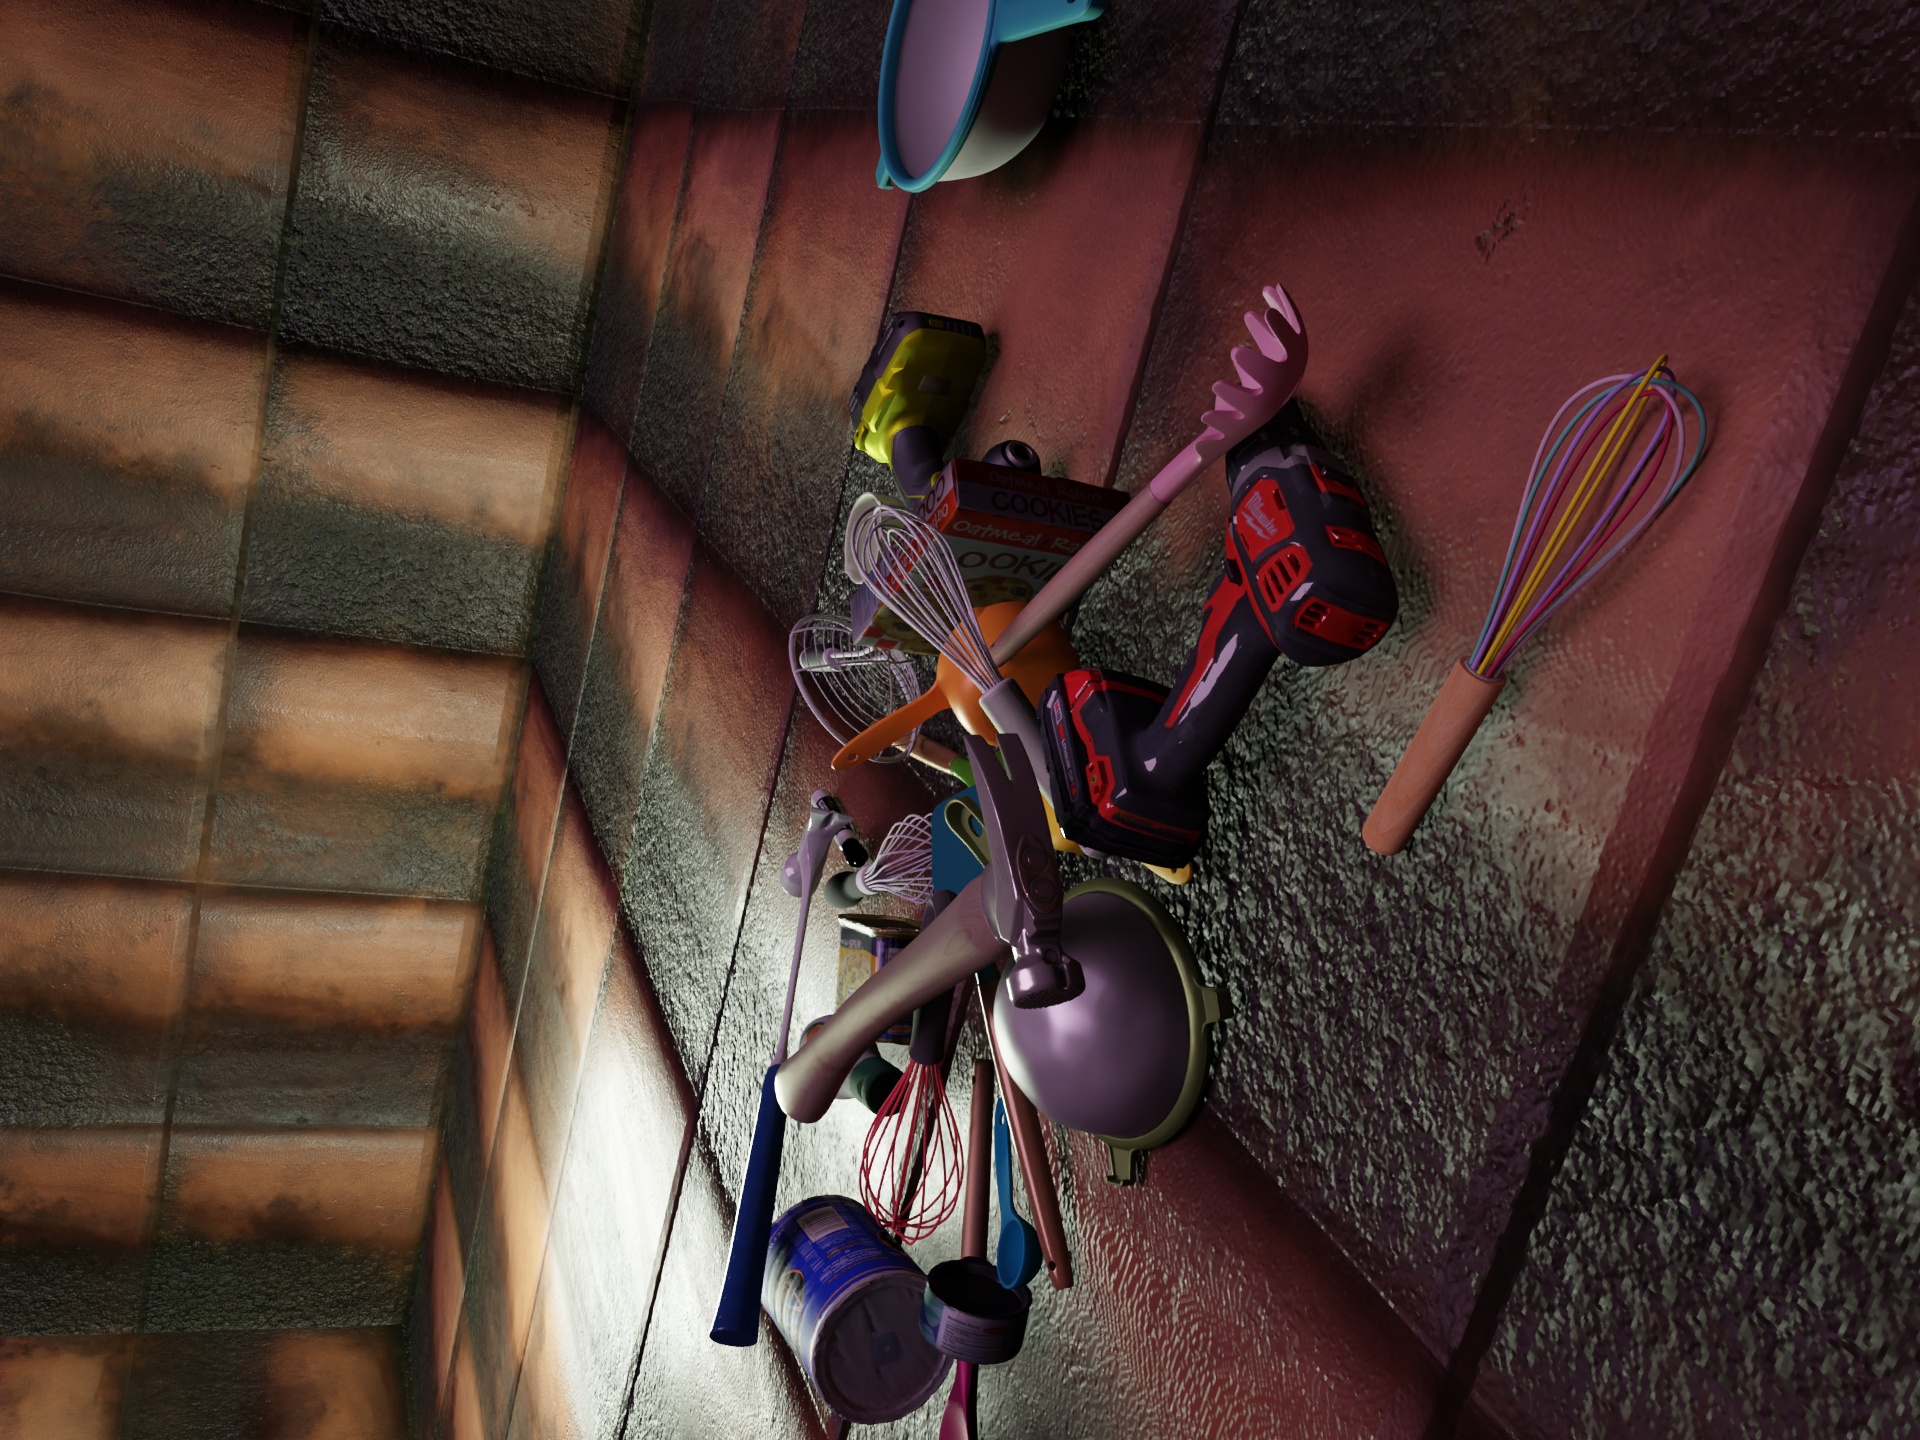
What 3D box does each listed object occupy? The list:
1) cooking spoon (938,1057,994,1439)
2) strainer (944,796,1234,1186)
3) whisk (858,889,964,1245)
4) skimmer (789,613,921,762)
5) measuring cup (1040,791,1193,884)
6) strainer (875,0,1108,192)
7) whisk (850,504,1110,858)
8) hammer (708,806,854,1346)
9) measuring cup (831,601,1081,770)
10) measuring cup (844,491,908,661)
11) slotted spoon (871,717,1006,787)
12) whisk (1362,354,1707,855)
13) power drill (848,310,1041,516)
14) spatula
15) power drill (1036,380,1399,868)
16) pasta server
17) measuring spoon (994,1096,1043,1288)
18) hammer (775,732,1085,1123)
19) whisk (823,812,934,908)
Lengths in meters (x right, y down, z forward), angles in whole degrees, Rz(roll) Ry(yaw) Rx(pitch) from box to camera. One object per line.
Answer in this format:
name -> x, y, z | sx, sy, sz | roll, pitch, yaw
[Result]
cooking spoon -> 0.007, 0.382, 1.030 | 0.069, 0.017, 0.319 | 159, 115, -68
strainer -> 0.039, 0.132, 0.906 | 0.257, 0.069, 0.151 | 52, 132, 39
whisk -> -0.024, 0.230, 1.029 | 0.073, 0.073, 0.295 | -119, 31, -53
skimmer -> -0.111, -0.031, 1.296 | 0.090, 0.127, 0.363 | -45, 13, -10
measuring cup -> 0.087, 0.065, 0.935 | 0.157, 0.029, 0.062 | -148, 68, -63
strainer -> 0.046, -0.473, 1.112 | 0.341, 0.095, 0.211 | 30, 113, 62
whisk -> 0.017, -0.024, 0.920 | 0.246, 0.059, 0.057 | 55, 148, 5
hammer -> -0.133, 0.248, 1.181 | 0.144, 0.035, 0.406 | 117, 163, -52
measuring cup -> -0.002, -0.003, 1.009 | 0.173, 0.095, 0.052 | -32, 41, 1
measuring cup -> -0.054, -0.113, 1.294 | 0.083, 0.038, 0.168 | -57, 40, 44
slotted spoon -> -0.011, 0.031, 1.166 | 0.314, 0.031, 0.070 | -155, 77, -66
whisk -> 0.228, -0.039, 0.655 | 0.047, 0.051, 0.244 | -80, 9, -55
power drill -> -0.011, -0.191, 1.172 | 0.190, 0.080, 0.229 | 124, 142, -47
spatula -> 0.033, 0.187, 0.988 | 0.082, 0.044, 0.318 | -26, 68, 35
power drill -> 0.127, -0.053, 0.829 | 0.226, 0.080, 0.188 | -57, 27, 37
pasta server -> 0.085, -0.111, 0.840 | 0.316, 0.040, 0.060 | -44, 15, 51
measuring spoon -> 0.037, 0.295, 1.001 | 0.129, 0.021, 0.042 | -94, 25, -45
hammer -> -0.042, 0.156, 0.962 | 0.410, 0.038, 0.146 | 131, 133, -54
whisk -> -0.058, 0.118, 1.211 | 0.284, 0.070, 0.070 | 149, 125, -65
